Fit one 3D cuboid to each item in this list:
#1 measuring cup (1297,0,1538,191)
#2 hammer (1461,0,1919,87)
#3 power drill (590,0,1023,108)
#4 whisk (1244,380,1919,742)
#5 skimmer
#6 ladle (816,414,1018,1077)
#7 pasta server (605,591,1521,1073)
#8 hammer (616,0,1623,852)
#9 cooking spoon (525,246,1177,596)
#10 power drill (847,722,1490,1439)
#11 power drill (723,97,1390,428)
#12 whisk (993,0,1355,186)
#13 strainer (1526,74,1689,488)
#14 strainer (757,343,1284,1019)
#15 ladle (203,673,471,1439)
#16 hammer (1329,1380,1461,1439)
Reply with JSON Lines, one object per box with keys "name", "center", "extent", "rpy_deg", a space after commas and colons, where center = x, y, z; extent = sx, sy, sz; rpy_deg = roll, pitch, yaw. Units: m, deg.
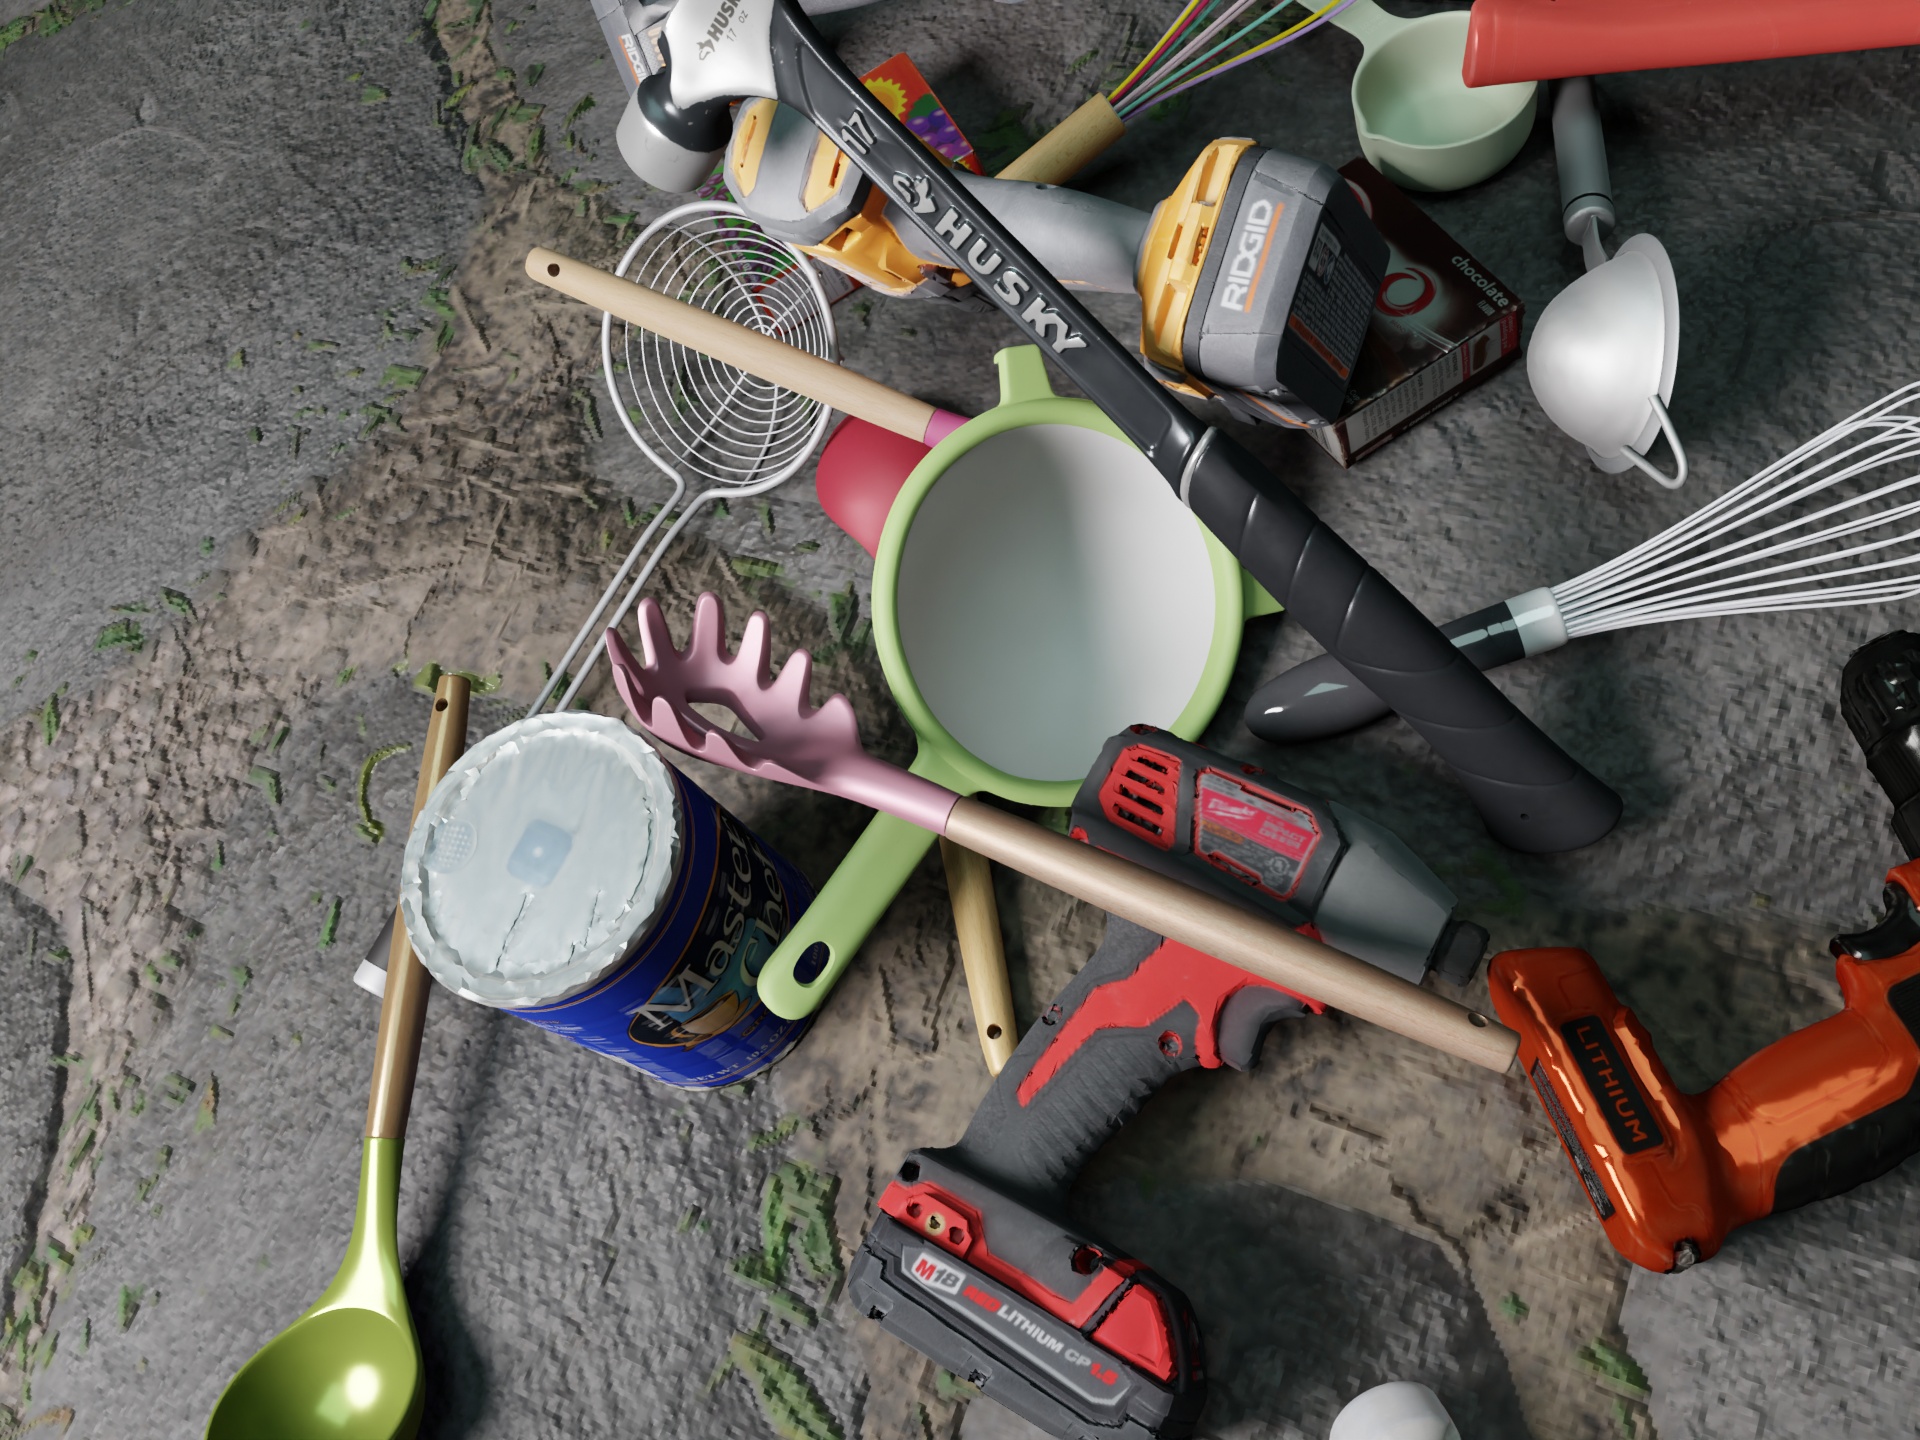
{"name": "measuring cup", "center": [0.187, -0.294, 0.708], "extent": [0.083, 0.038, 0.168], "rpy_deg": [-35, 57, 0]}
{"name": "hammer", "center": [0.381, -0.269, 0.608], "extent": [0.359, 0.036, 0.149], "rpy_deg": [-2, 65, 9]}
{"name": "power drill", "center": [-0.055, -0.356, 0.763], "extent": [0.226, 0.084, 0.164], "rpy_deg": [-13, 32, 12]}
{"name": "whisk", "center": [0.237, -0.047, 0.567], "extent": [0.284, 0.070, 0.070], "rpy_deg": [-20, 61, 14]}
{"name": "skimmer", "center": [-0.168, -0.052, 0.682], "extent": [0.127, 0.090, 0.363], "rpy_deg": [23, 76, 20]}
{"name": "ladle", "center": [-0.011, -0.010, 0.649], "extent": [0.069, 0.031, 0.316], "rpy_deg": [-15, 64, 9]}
{"name": "pasta server", "center": [0.023, 0.035, 0.507], "extent": [0.316, 0.040, 0.060], "rpy_deg": [22, 40, 17]}
{"name": "hammer", "center": [0.069, -0.100, 0.522], "extent": [0.409, 0.149, 0.036], "rpy_deg": [43, 51, -8]}
{"name": "cooking spoon", "center": [-0.035, -0.131, 0.655], "extent": [0.319, 0.017, 0.068], "rpy_deg": [23, 106, 5]}
{"name": "power drill", "center": [0.070, 0.119, 0.524], "extent": [0.143, 0.078, 0.220], "rpy_deg": [24, 77, 22]}
{"name": "power drill", "center": [0.045, -0.180, 0.623], "extent": [0.226, 0.185, 0.084], "rpy_deg": [20, 98, 24]}
{"name": "whisk", "center": [0.084, -0.291, 0.713], "extent": [0.245, 0.047, 0.051], "rpy_deg": [-35, 56, 17]}
{"name": "strainer", "center": [0.245, -0.190, 0.625], "extent": [0.050, 0.086, 0.259], "rpy_deg": [8, 56, 3]}
{"name": "strainer", "center": [-0.001, -0.002, 0.603], "extent": [0.256, 0.151, 0.069], "rpy_deg": [-55, 19, -9]}
{"name": "ladle", "center": [-0.224, 0.133, 0.612], "extent": [0.078, 0.062, 0.320], "rpy_deg": [0, 74, 15]}
{"name": "hammer", "center": [0.000, 0.345, 0.448], "extent": [0.386, 0.038, 0.143], "rpy_deg": [-33, 31, 5]}
